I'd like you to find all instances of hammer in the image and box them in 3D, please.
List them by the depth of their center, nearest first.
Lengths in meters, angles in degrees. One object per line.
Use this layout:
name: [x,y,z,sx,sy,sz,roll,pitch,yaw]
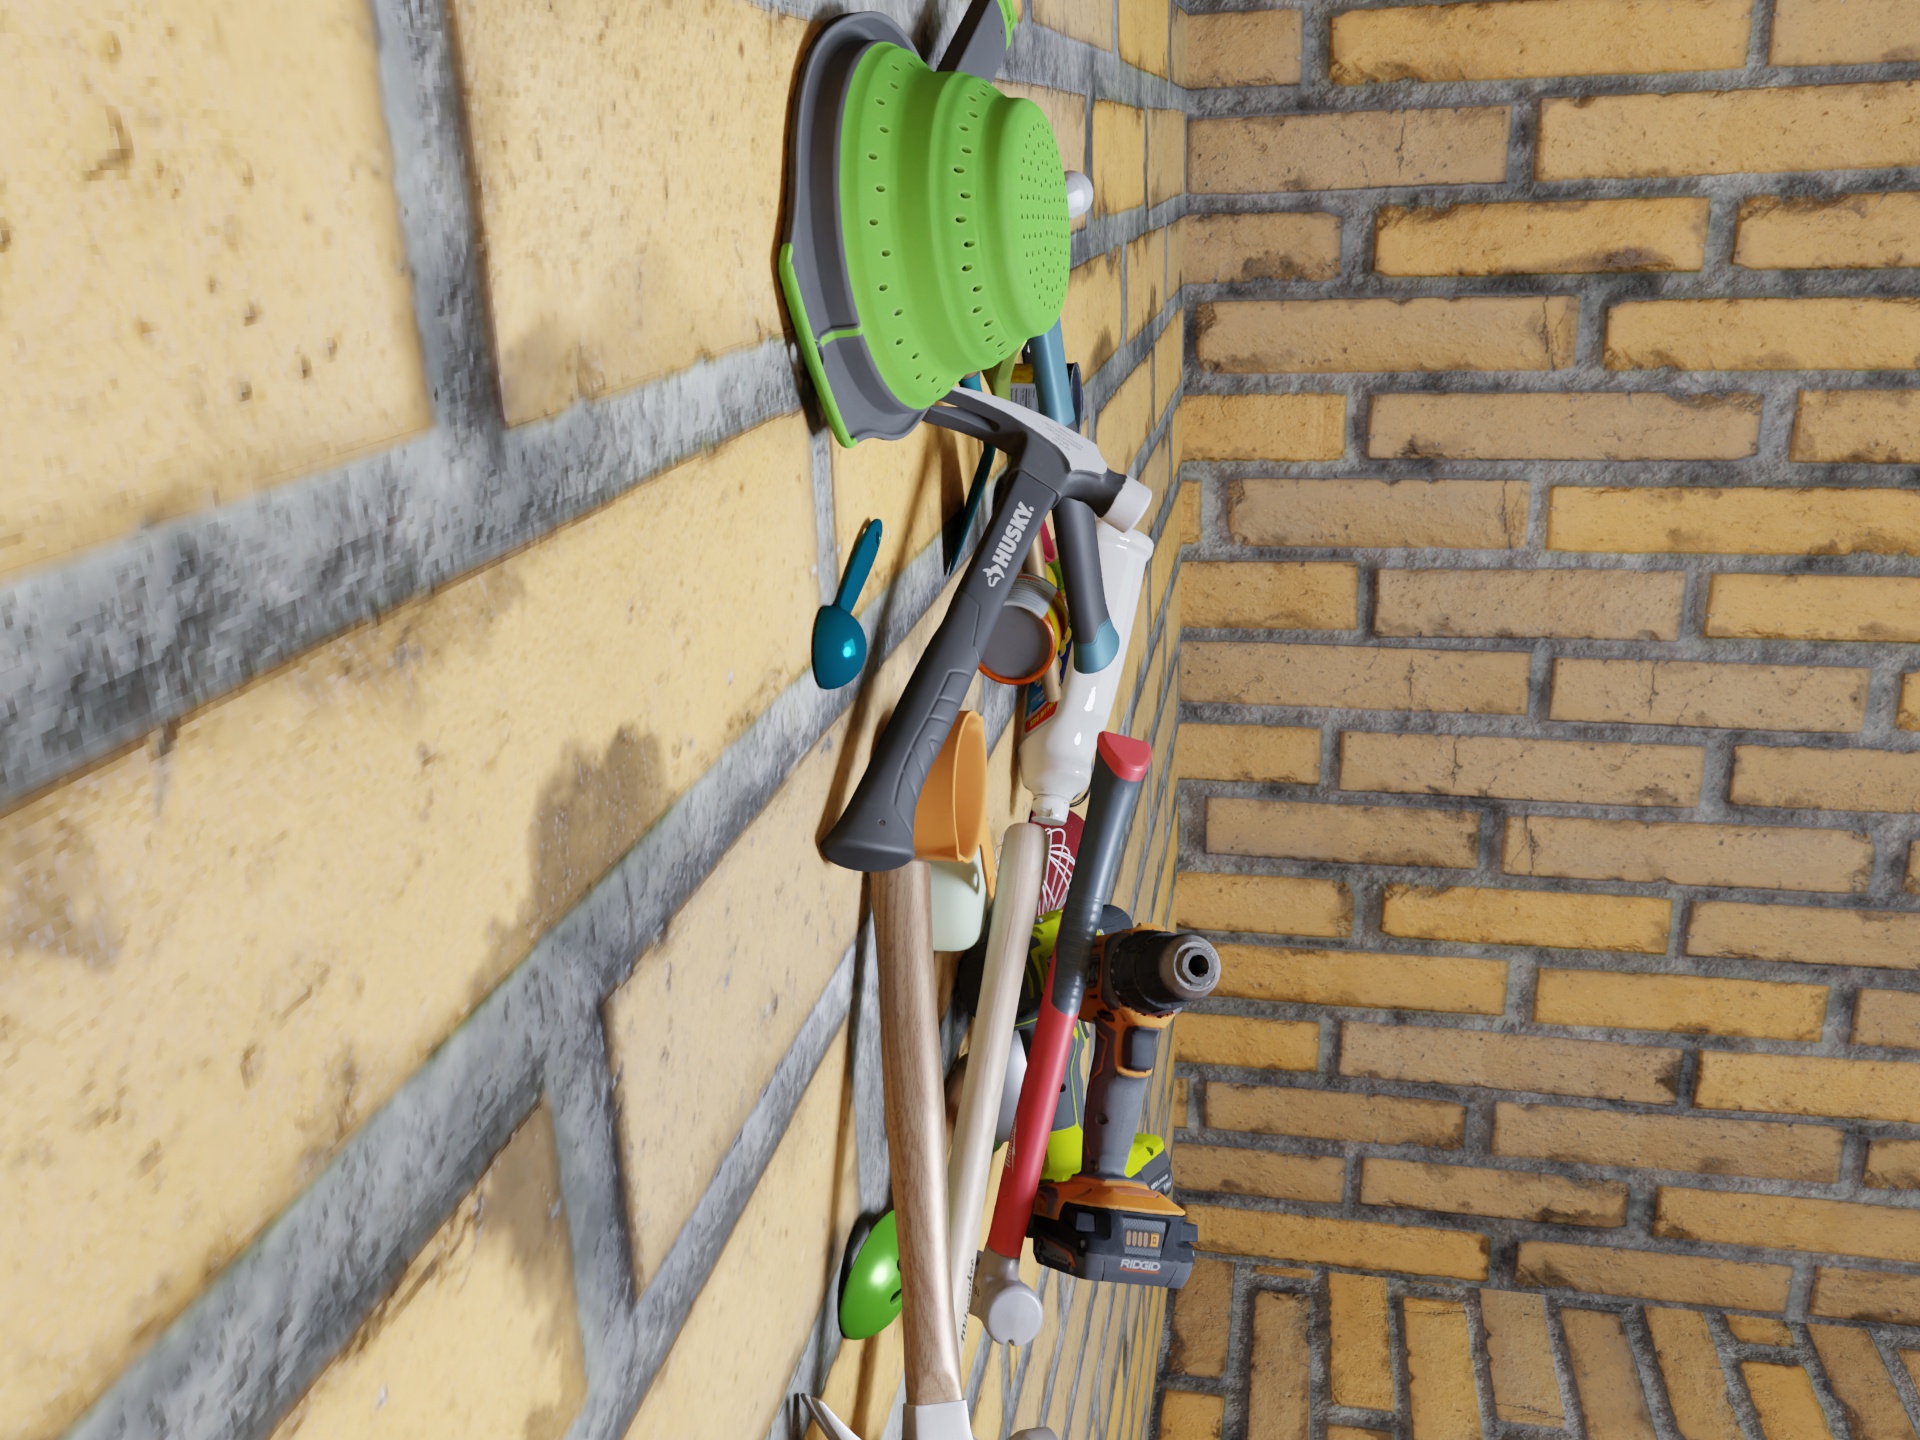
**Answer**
hammer: [-0.024,0.236,0.839,0.031,0.130,0.331,142,-53,-60]
hammer: [-0.002,-0.055,0.889,0.035,0.146,0.335,-47,-165,53]
hammer: [0.009,0.248,0.964,0.146,0.038,0.411,82,17,-61]
hammer: [0.059,0.197,1.054,0.143,0.038,0.386,-179,-77,-77]
hammer: [0.069,-0.188,1.072,0.128,0.033,0.330,-40,128,-45]

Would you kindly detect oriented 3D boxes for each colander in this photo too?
colander: [0.016,-0.302,0.837,0.204,0.094,0.397,72,26,-43]

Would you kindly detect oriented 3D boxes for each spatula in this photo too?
spatula: [-0.012,-0.233,0.973,0.082,0.044,0.317,-76,159,-44]

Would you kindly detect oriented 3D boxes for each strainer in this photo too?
strainer: [0.048,0.300,1.235,0.256,0.069,0.151,-72,161,-57]

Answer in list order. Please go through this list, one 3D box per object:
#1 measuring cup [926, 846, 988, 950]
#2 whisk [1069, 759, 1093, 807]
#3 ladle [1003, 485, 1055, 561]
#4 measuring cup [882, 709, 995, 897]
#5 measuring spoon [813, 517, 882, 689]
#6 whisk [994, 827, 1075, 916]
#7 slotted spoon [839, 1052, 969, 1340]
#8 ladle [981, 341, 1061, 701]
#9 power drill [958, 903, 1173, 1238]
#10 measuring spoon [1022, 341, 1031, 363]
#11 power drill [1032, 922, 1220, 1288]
measuring cup: [-0.008,0.153,1.013,0.083,0.038,0.168,68,25,-63]
whisk: [0.087,-0.038,1.436,0.055,0.055,0.239,-30,117,-76]
ladle: [0.064,-0.243,1.306,0.069,0.031,0.316,49,35,-38]
measuring cup: [-0.012,0.061,0.948,0.173,0.052,0.095,76,20,-55]
measuring spoon: [-0.049,-0.065,0.819,0.129,0.021,0.042,-74,162,-46]
whisk: [0.067,0.172,1.340,0.284,0.070,0.070,83,14,-56]
slotted spoon: [-0.022,0.284,1.008,0.314,0.031,0.070,-53,148,-72]
ladle: [0.057,-0.160,1.148,0.078,0.062,0.320,-56,141,-59]
power drill: [0.089,0.254,1.196,0.190,0.080,0.228,-12,90,-54]
measuring spoon: [0.054,-0.308,1.276,0.124,0.018,0.034,-7,99,-77]
power drill: [0.113,0.244,1.030,0.185,0.084,0.226,141,-43,-70]
